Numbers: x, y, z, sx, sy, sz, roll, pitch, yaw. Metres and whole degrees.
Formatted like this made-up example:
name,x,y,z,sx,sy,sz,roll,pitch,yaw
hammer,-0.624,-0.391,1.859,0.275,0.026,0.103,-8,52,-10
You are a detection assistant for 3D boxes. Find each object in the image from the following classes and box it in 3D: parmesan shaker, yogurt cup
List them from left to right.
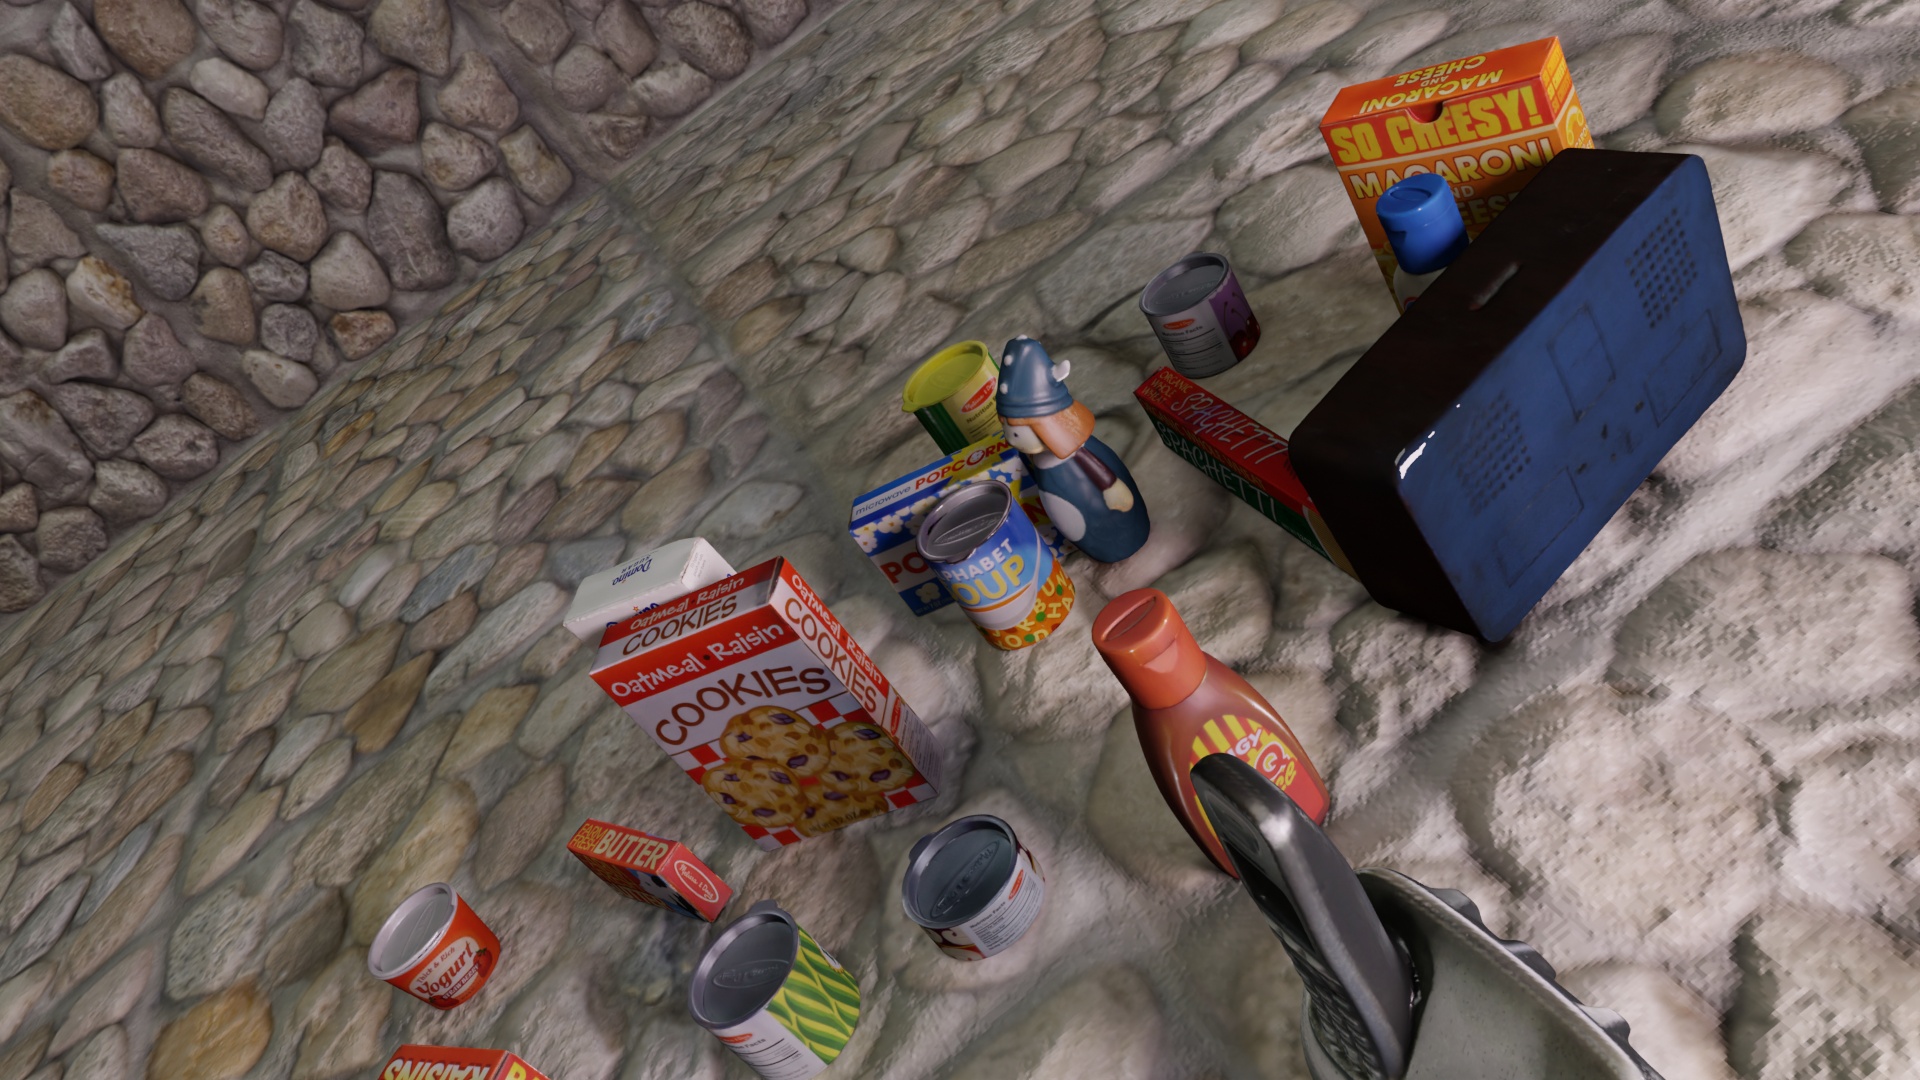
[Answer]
name,x,y,z,sx,sy,sz,roll,pitch,yaw
yogurt cup,-0.332,0.261,0.884,0.072,0.053,0.073,-25,33,18
parmesan shaker,0.013,-0.075,0.951,0.071,0.102,0.072,-25,33,18

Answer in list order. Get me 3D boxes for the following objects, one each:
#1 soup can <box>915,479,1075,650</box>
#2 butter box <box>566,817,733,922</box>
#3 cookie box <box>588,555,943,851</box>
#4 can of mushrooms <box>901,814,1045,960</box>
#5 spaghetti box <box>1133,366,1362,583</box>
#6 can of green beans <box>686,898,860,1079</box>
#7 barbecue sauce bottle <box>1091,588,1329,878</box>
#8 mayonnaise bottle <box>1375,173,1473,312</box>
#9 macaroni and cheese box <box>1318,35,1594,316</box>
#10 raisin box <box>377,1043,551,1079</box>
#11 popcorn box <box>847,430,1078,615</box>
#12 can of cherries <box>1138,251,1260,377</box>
name,x,y,z,sx,sy,sz,roll,pitch,yaw
soup can,0.022,0.018,0.837,0.071,0.083,0.072,-25,33,18
butter box,-0.187,0.196,0.830,0.103,0.053,0.024,0,46,44
cookie box,-0.105,0.095,0.775,0.123,0.167,0.040,-22,34,22
can of mushrooms,0.006,0.172,0.694,0.071,0.033,0.071,-25,33,18
spaghetti box,0.174,-0.041,0.800,0.029,0.050,0.251,-38,31,-2
can of green beans,-0.092,0.227,0.692,0.071,0.057,0.071,-25,33,18
barbecue sauce bottle,0.106,0.083,0.606,0.065,0.148,0.044,-39,31,-4
mayonnaise bottle,0.261,-0.122,0.731,0.041,0.147,0.065,-41,31,-8
macaroni and cheese box,0.288,-0.182,0.766,0.123,0.166,0.040,0,46,44
raisin box,-0.210,0.288,0.661,0.086,0.123,0.040,-11,39,35
popcorn box,0.003,-0.011,0.892,0.126,0.085,0.038,-24,33,20
can of cherries,0.166,-0.156,0.954,0.071,0.058,0.072,-25,33,18
